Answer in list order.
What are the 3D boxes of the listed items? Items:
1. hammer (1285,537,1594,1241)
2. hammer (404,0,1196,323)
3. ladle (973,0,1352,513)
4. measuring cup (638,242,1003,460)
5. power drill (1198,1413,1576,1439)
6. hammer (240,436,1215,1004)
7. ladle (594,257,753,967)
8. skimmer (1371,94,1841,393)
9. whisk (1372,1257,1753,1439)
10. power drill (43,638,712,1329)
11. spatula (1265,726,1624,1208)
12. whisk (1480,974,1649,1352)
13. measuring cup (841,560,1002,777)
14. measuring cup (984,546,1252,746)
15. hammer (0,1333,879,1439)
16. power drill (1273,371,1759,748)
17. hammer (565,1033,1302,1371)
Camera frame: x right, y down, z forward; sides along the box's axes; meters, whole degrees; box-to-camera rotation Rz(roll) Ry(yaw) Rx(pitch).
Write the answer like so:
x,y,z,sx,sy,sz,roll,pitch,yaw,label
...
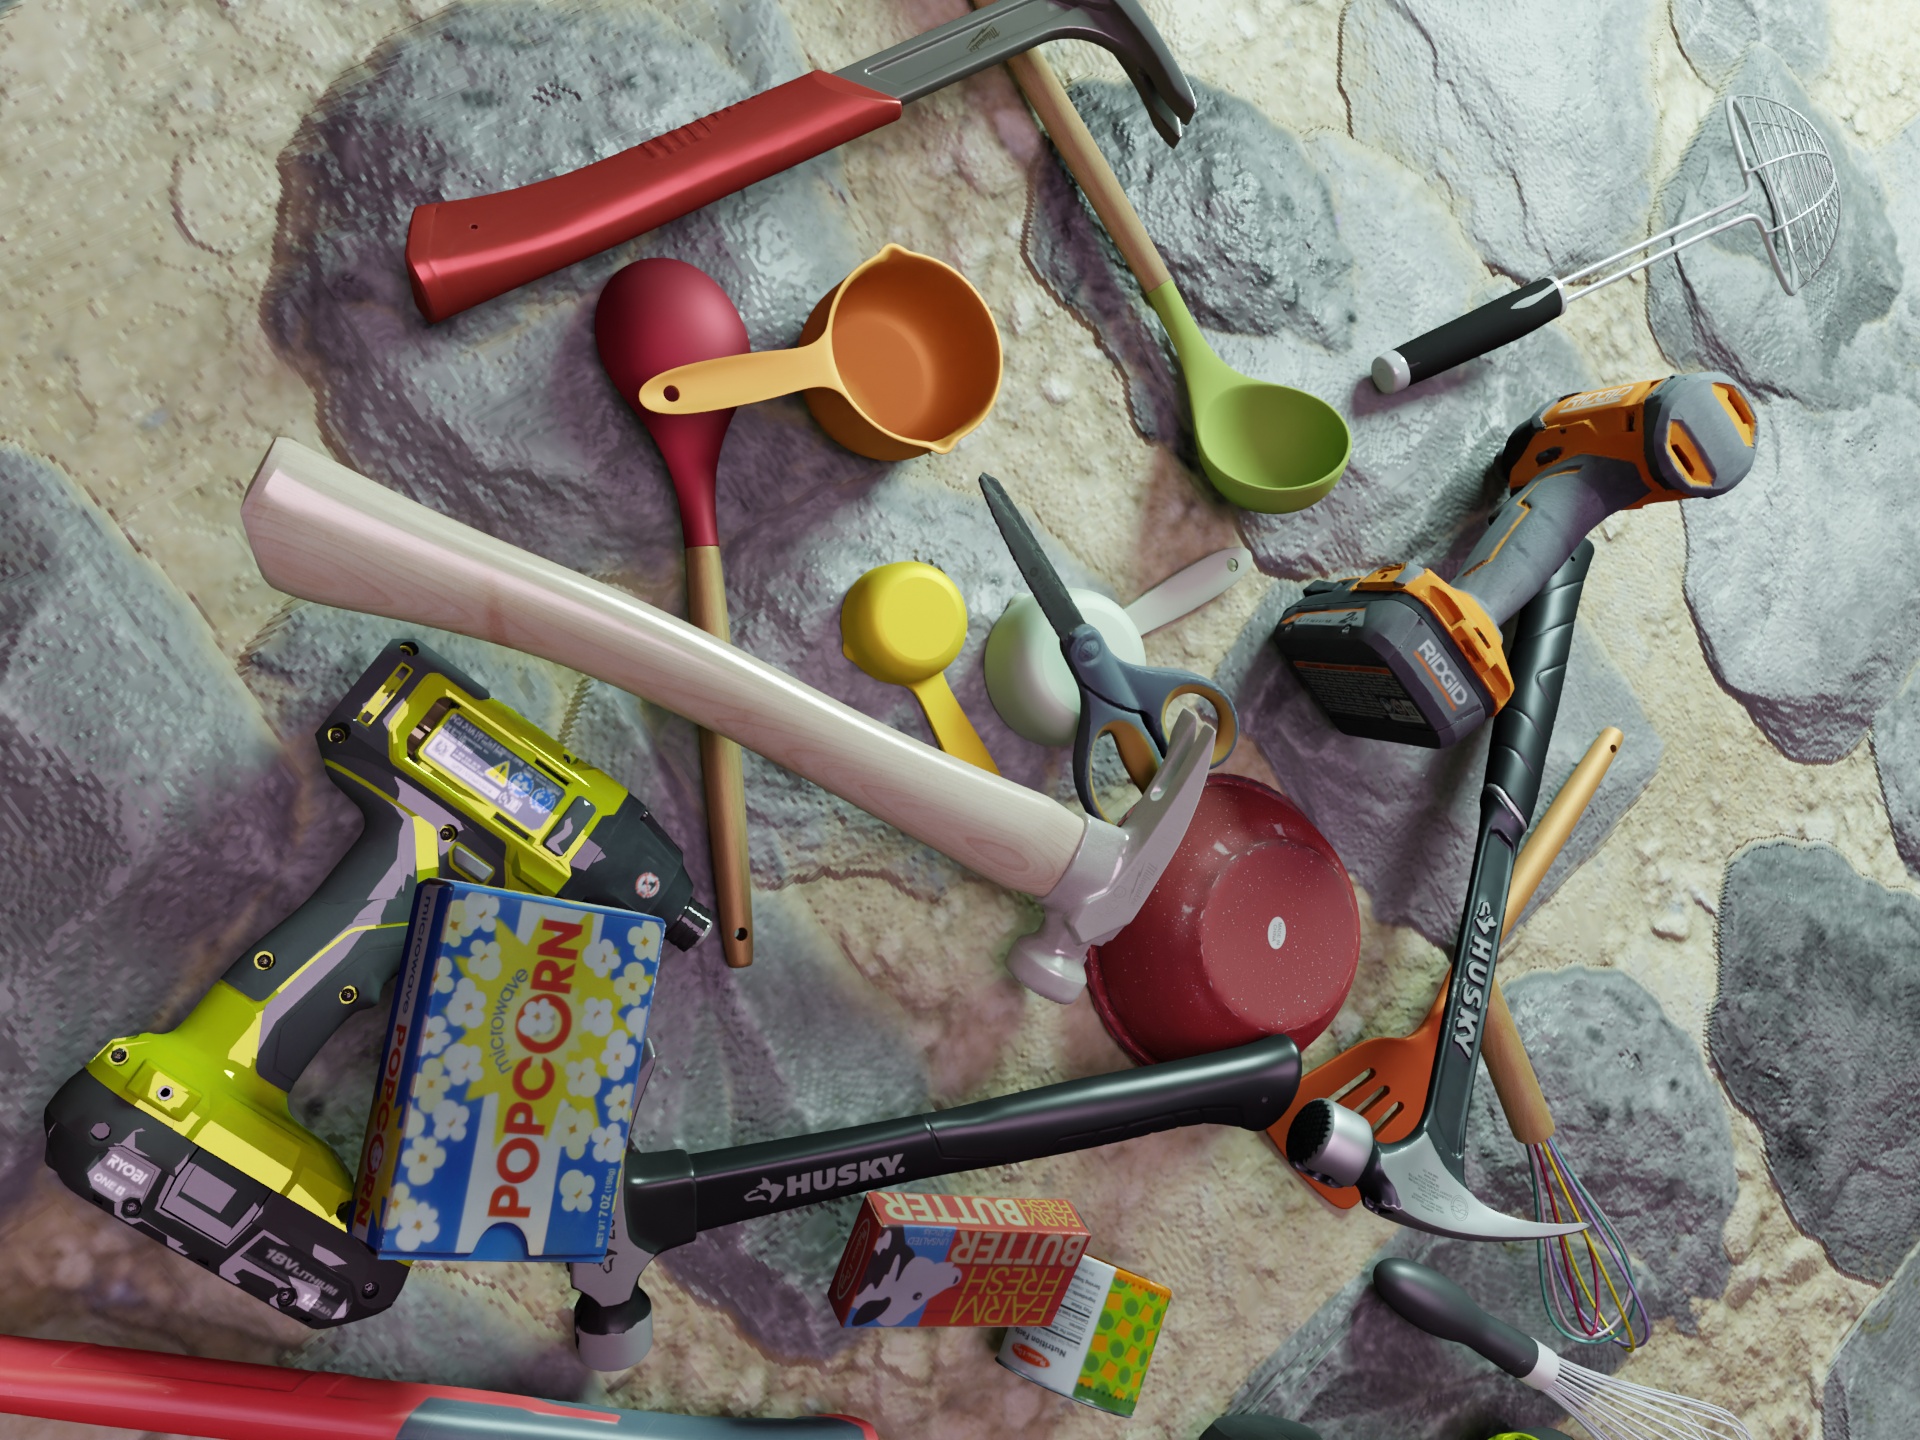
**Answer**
x,y,z,sx,sy,sz,roll,pitch,yaw,label
0.280,0.065,0.814,0.149,0.036,0.409,29,62,-12,hammer
-0.071,-0.255,0.701,0.359,0.036,0.149,-31,81,-19,hammer
0.091,-0.243,0.788,0.078,0.062,0.320,-36,98,-23,ladle
-0.066,-0.151,0.705,0.173,0.052,0.095,-17,94,-27,measuring cup
0.214,0.442,0.779,0.228,0.080,0.190,6,83,-22,power drill
-0.077,-0.013,0.645,0.410,0.038,0.146,26,98,-27,hammer
-0.112,-0.049,0.694,0.069,0.031,0.315,-6,90,-25,ladle
0.379,-0.265,0.938,0.363,0.090,0.127,-26,100,-14,skimmer
0.331,0.358,0.851,0.284,0.070,0.070,34,73,-14,whisk
-0.212,0.103,0.608,0.171,0.080,0.223,39,68,-17,power drill
0.278,0.118,0.865,0.081,0.041,0.323,49,65,-15,spatula
0.309,0.235,0.844,0.245,0.051,0.047,65,26,-14,whisk
-0.001,-0.002,0.738,0.062,0.029,0.156,-31,97,-24,measuring cup
0.089,-0.048,0.778,0.167,0.038,0.083,-31,99,-22,measuring cup
-0.194,0.261,0.578,0.386,0.143,0.038,20,82,-27,hammer
0.274,-0.088,0.819,0.226,0.164,0.084,-41,103,-9,power drill
0.000,0.175,0.683,0.334,0.035,0.146,-6,112,-22,hammer
